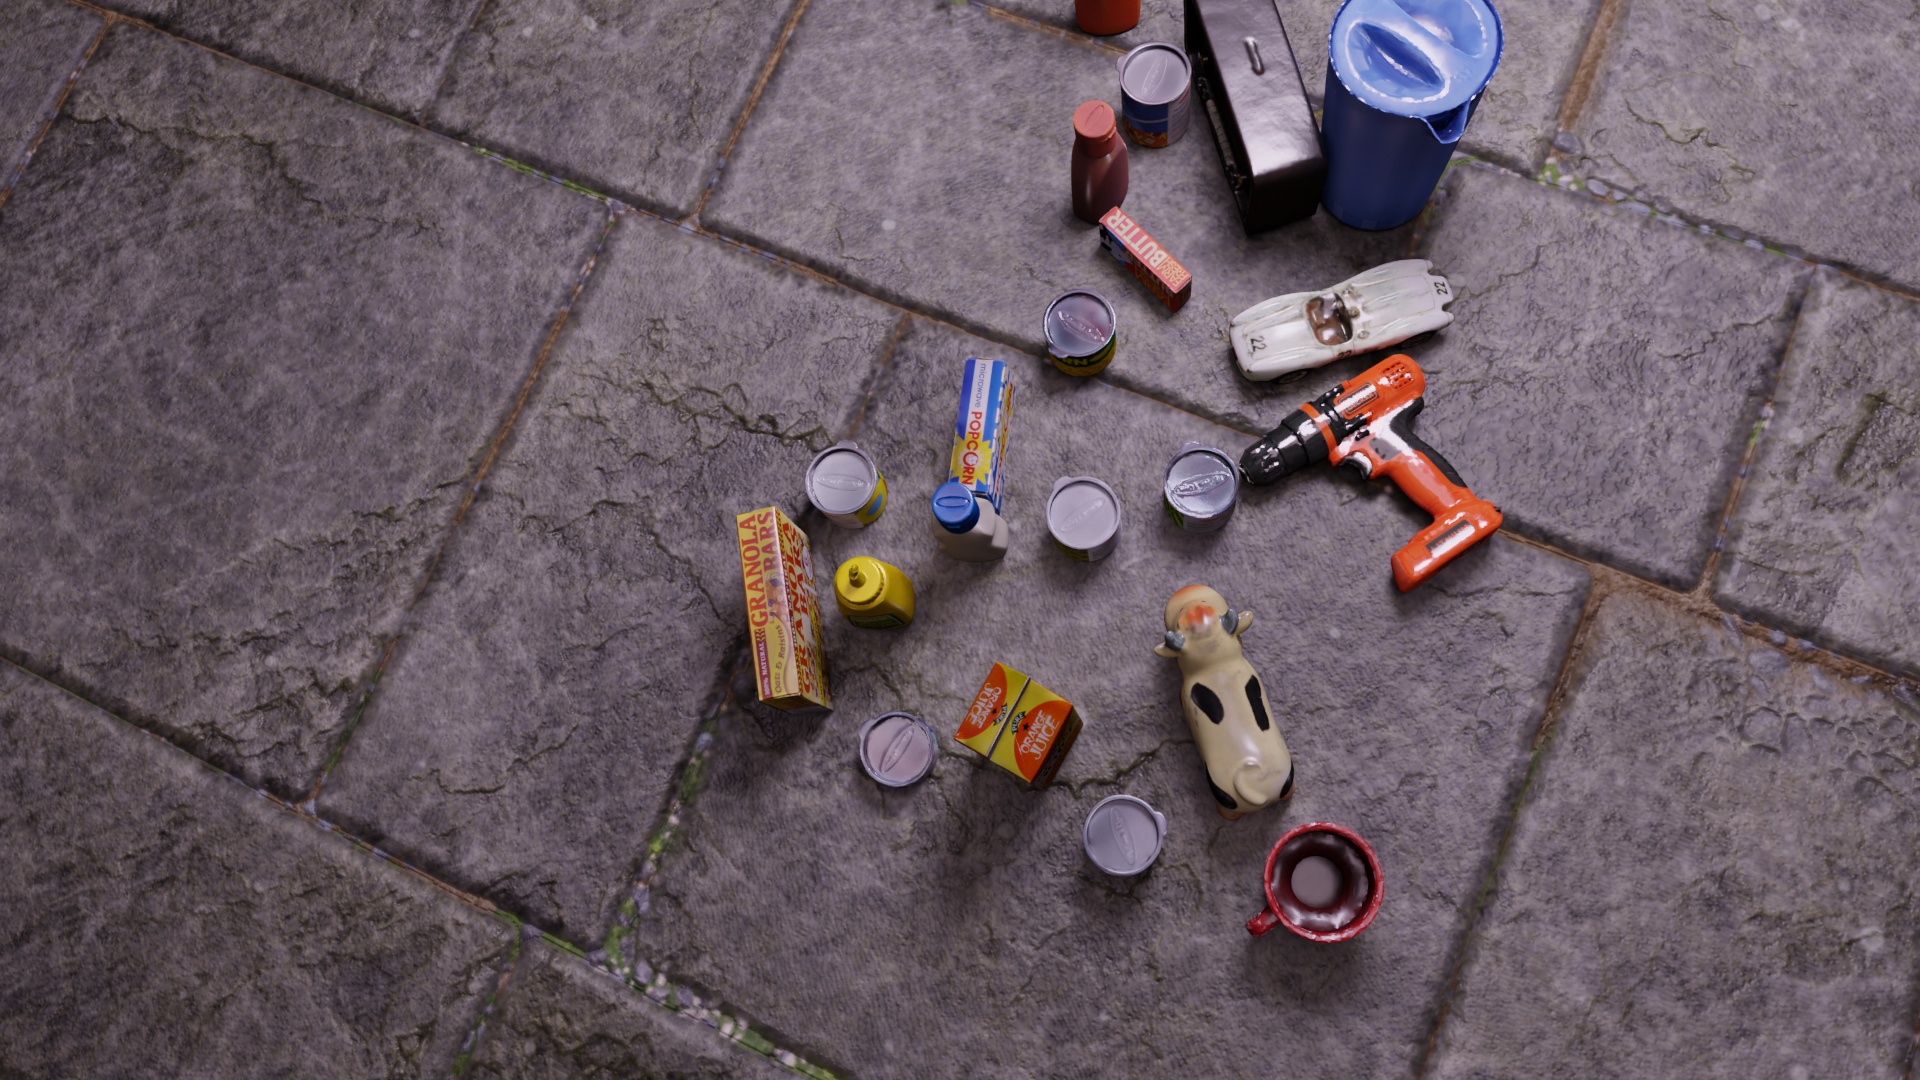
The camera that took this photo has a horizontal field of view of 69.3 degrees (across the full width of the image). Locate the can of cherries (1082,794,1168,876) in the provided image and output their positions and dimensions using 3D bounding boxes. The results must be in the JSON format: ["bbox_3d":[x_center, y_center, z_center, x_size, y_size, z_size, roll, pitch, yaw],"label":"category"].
[{"bbox_3d":[0.140,0.249,1.174,0.071,0.058,0.071,-2,76,8],"label":"can of cherries"}]

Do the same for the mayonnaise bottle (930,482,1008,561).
[{"bbox_3d":[0.004,-0.015,1.212,0.065,0.148,0.041,-1,77,8],"label":"mayonnaise bottle"}]

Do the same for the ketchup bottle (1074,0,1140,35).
[{"bbox_3d":[0.138,-0.541,1.321,0.065,0.148,0.043,-3,77,7],"label":"ketchup bottle"}]

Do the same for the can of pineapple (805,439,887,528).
[{"bbox_3d":[-0.103,-0.050,1.282,0.071,0.057,0.071,-2,76,8],"label":"can of pineapple"}]

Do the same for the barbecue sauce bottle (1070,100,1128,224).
[{"bbox_3d":[0.127,-0.350,1.276,0.044,0.148,0.065,32,83,14],"label":"barbecue sauce bottle"}]

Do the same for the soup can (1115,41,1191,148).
[{"bbox_3d":[0.183,-0.423,1.320,0.071,0.083,0.071,-2,76,8],"label":"soup can"}]

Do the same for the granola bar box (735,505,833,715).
[{"bbox_3d":[-0.155,0.066,1.227,0.039,0.124,0.166,-11,75,6],"label":"granola bar box"}]

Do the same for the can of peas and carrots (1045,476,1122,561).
[{"bbox_3d":[0.110,-0.020,1.244,0.071,0.058,0.071,-2,76,8],"label":"can of peas and carrots"}]

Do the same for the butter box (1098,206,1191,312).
[{"bbox_3d":[0.173,-0.262,1.298,0.024,0.053,0.103,-43,75,-3],"label":"butter box"}]

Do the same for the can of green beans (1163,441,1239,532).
[{"bbox_3d":[0.214,-0.045,1.236,0.071,0.057,0.071,-2,76,8],"label":"can of green beans"}]

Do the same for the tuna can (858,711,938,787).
[{"bbox_3d":[-0.056,0.184,1.231,0.071,0.032,0.071,-2,76,8],"label":"tuna can"}]

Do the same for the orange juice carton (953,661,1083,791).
[{"bbox_3d":[0.049,0.154,1.141,0.073,0.192,0.072,28,82,13],"label":"orange juice carton"}]

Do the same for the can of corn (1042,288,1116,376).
[{"bbox_3d":[0.110,-0.189,1.286,0.071,0.058,0.071,-2,76,8],"label":"can of corn"}]

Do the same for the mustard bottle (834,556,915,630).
[{"bbox_3d":[-0.080,0.044,1.203,0.065,0.160,0.049,-4,76,7],"label":"mustard bottle"}]

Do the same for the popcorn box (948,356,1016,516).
[{"bbox_3d":[0.021,-0.093,1.261,0.038,0.085,0.127,6,77,10],"label":"popcorn box"}]
